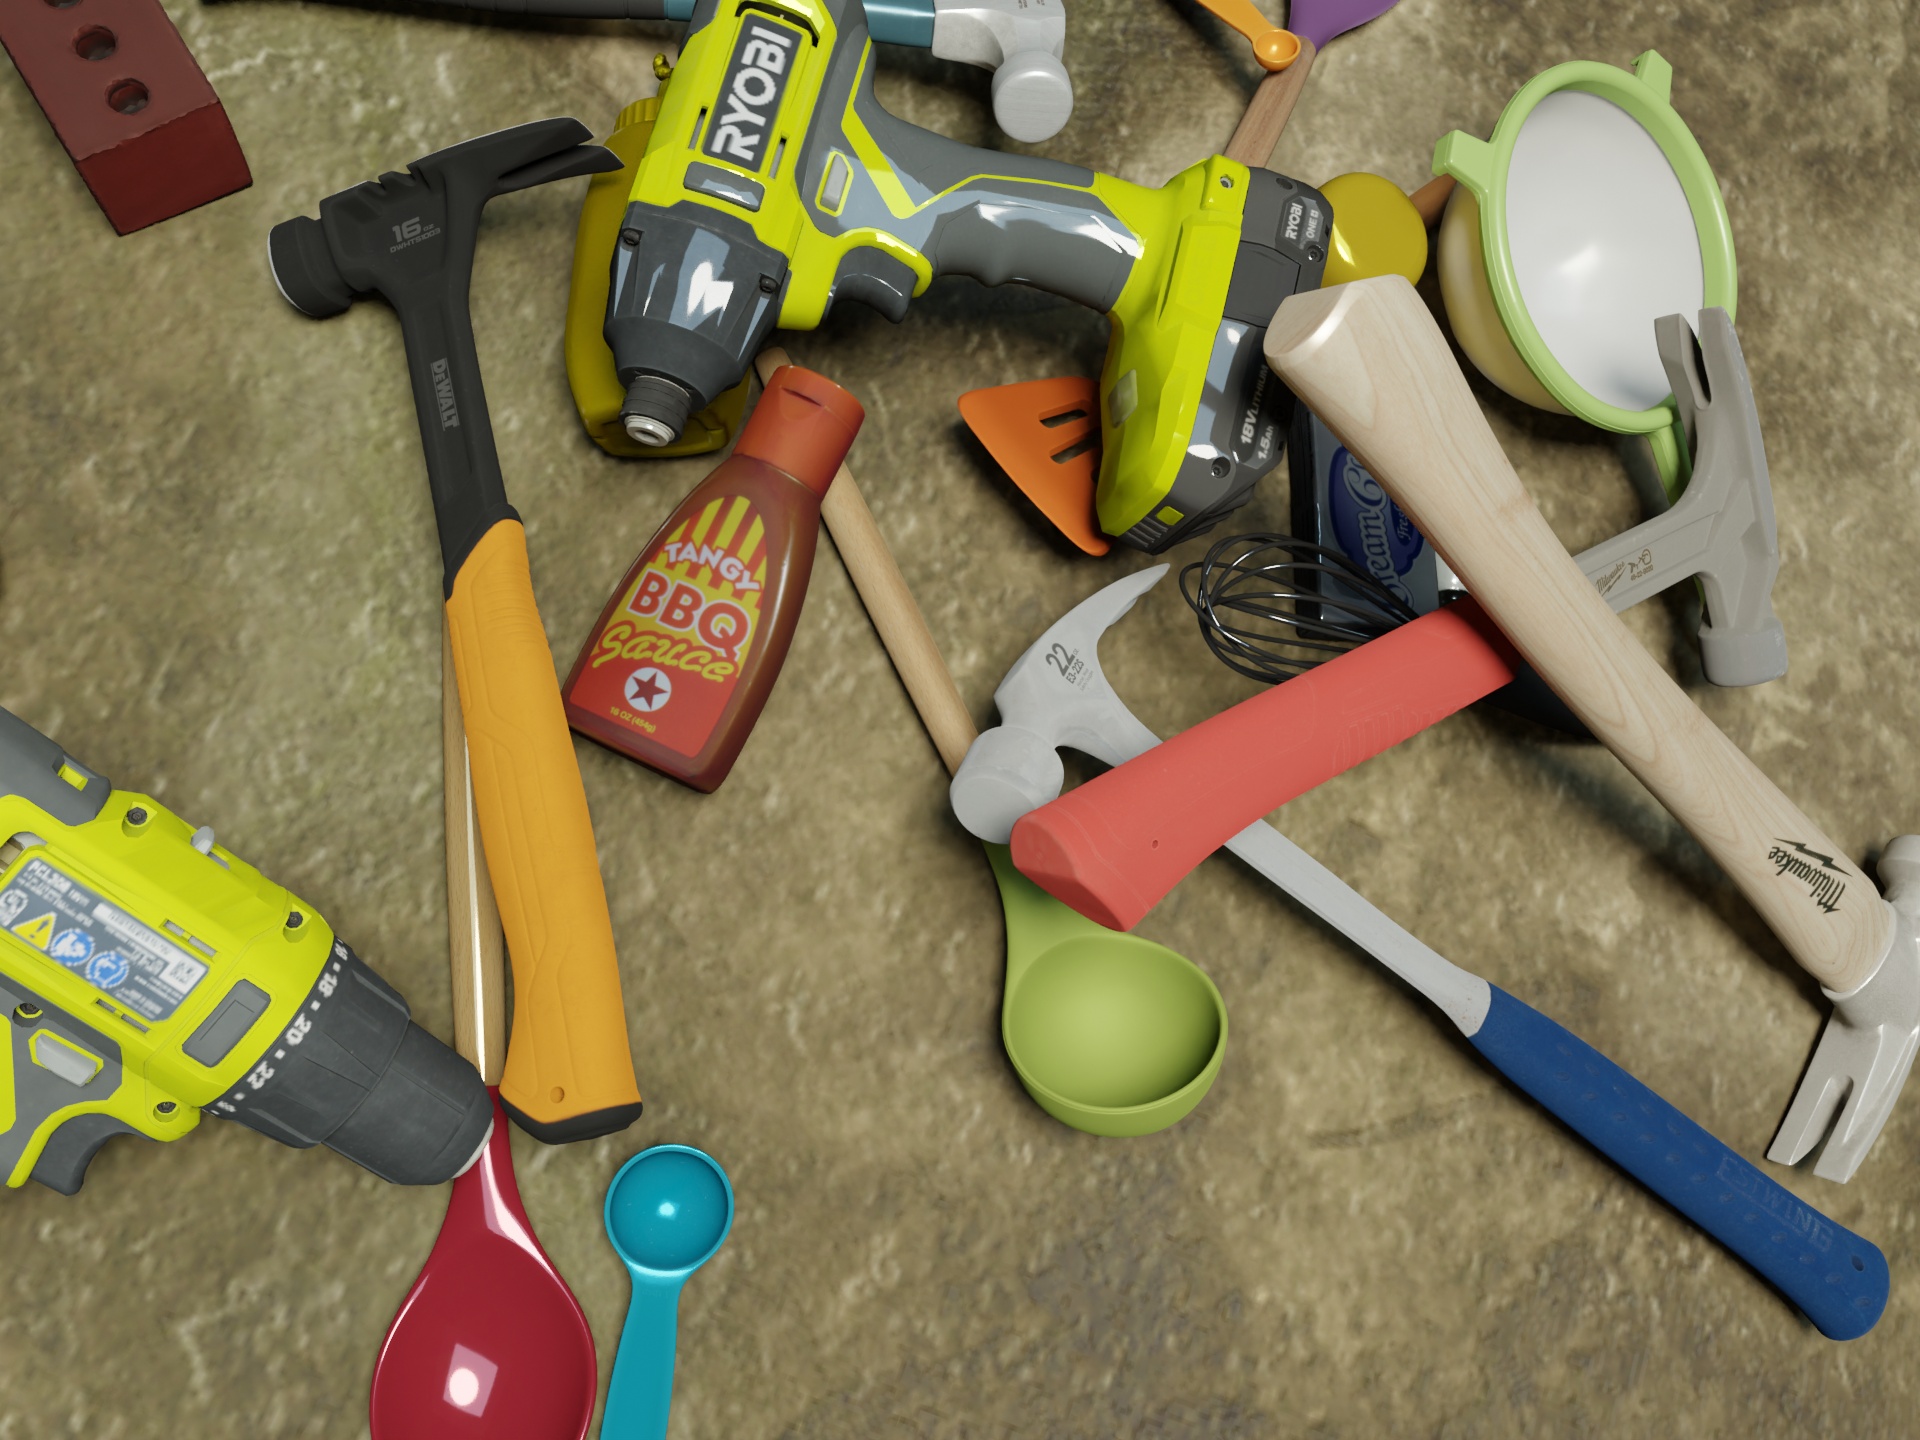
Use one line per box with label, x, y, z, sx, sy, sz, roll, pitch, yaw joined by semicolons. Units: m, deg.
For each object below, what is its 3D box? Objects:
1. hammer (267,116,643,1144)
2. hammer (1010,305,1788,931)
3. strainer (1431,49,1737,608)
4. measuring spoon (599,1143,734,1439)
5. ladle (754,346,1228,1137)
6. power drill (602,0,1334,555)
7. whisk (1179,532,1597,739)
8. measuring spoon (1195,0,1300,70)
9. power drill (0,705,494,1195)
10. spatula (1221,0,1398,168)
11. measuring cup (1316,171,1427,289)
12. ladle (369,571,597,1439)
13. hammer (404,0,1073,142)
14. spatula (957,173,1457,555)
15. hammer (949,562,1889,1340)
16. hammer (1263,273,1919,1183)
hammer;-0.145;-0.033;0.523;0.127;0.034;0.337;-17;77;13
hammer;0.167;-0.030;0.551;0.359;0.037;0.149;-23;104;-28
strainer;0.270;-0.141;0.673;0.151;0.069;0.256;-30;103;-29
measuring spoon;-0.103;0.203;0.524;0.042;0.021;0.129;10;84;-10
ladle;-0.001;-0.002;0.573;0.078;0.062;0.320;-23;80;-21
power drill;0.000;-0.145;0.536;0.223;0.080;0.171;17;76;-10
whisk;0.185;-0.024;0.609;0.238;0.055;0.055;13;74;-26
measuring spoon;0.103;-0.310;0.677;0.021;0.011;0.117;-31;64;-13
power drill;-0.264;0.135;0.439;0.190;0.080;0.228;43;79;-25
spatula;0.137;-0.265;0.670;0.059;0.018;0.316;29;64;-4
measuring cup;0.185;-0.148;0.635;0.062;0.029;0.156;-31;91;-25
ladle;-0.161;0.095;0.527;0.069;0.031;0.315;-4;76;-9
hammer;-0.125;-0.278;0.602;0.331;0.033;0.128;3;49;-7
spatula;0.137;-0.173;0.653;0.322;0.041;0.081;-38;82;-19
hammer;0.183;0.095;0.586;0.405;0.035;0.144;37;44;-8
hammer;0.236;0.008;0.553;0.410;0.038;0.146;40;74;-26
